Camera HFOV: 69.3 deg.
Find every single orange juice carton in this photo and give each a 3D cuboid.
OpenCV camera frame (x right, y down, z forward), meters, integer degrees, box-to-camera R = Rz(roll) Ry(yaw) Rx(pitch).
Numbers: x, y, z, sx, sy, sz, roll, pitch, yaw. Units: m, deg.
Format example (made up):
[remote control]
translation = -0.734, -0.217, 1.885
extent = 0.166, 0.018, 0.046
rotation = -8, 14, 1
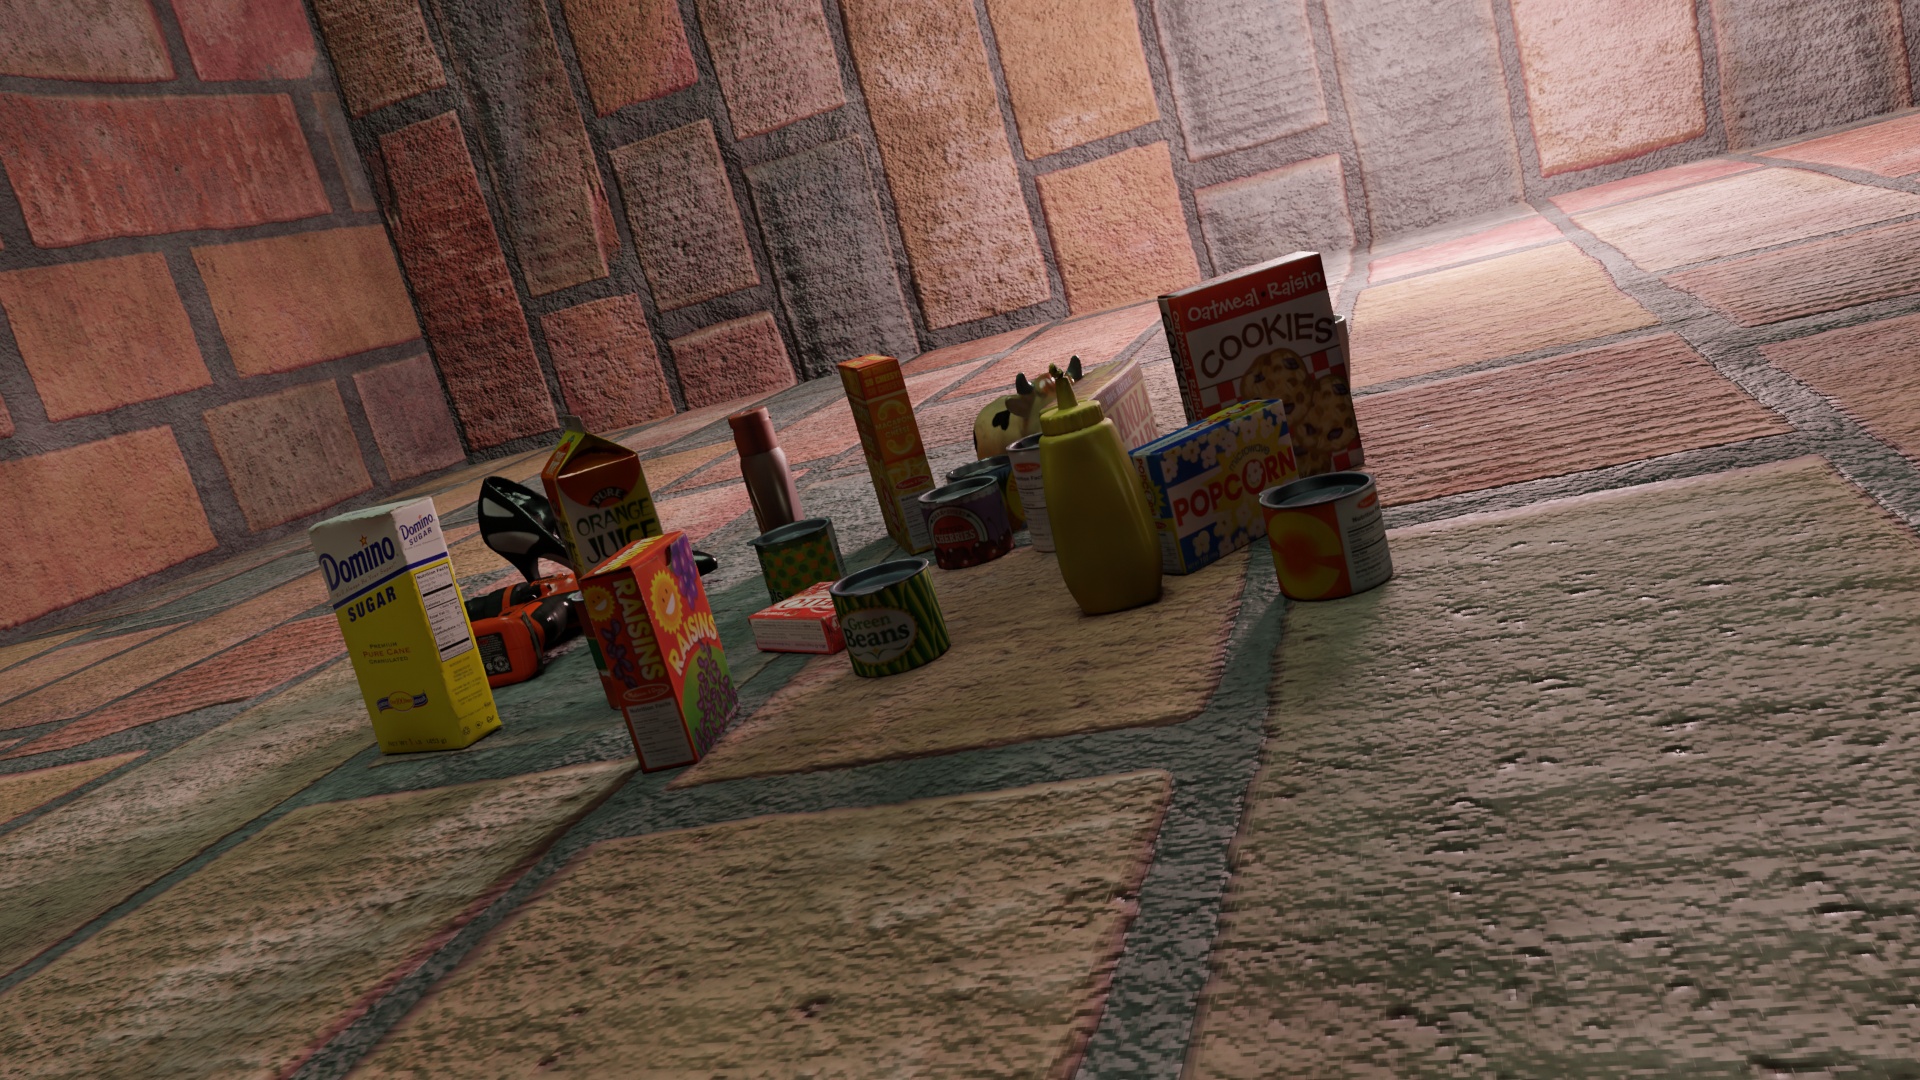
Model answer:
[orange juice carton]
translation = -0.294, -0.013, 1.160
extent = 0.073, 0.192, 0.072
rotation = -21, 13, -22

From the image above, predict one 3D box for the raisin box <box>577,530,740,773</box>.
[raisin box]
translation = -0.178, 0.065, 0.836
extent = 0.040, 0.123, 0.086
rotation = -13, 12, 13

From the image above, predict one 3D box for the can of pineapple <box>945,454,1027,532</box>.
[can of pineapple]
translation = 0.028, -0.037, 1.184
extent = 0.071, 0.057, 0.071
rotation = -15, 12, 3

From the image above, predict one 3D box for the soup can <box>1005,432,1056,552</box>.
[soup can]
translation = 0.080, -0.042, 1.078
extent = 0.071, 0.083, 0.071
rotation = -15, 12, 3

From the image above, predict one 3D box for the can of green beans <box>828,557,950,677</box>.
[can of green beans]
translation = -0.045, 0.049, 0.893
extent = 0.071, 0.057, 0.071
rotation = -15, 12, 3

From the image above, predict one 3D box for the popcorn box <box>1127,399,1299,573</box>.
[popcorn box]
translation = 0.174, -0.038, 0.943
extent = 0.127, 0.085, 0.038
rotation = -24, 14, -33

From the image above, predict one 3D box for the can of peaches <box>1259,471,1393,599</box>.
[can of peaches]
translation = 0.211, -0.003, 0.806
extent = 0.071, 0.058, 0.071
rotation = -15, 12, 3

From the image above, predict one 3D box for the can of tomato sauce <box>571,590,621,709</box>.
[can of tomato sauce]
translation = -0.229, 0.068, 0.977
extent = 0.071, 0.083, 0.071
rotation = -15, 12, 3

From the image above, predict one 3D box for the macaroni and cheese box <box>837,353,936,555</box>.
[macaroni and cheese box]
translation = -0.059, -0.079, 1.224
extent = 0.040, 0.166, 0.124
rotation = -18, 12, -10

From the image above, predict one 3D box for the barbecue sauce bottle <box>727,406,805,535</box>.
[barbecue sauce bottle]
translation = -0.171, -0.046, 1.254
extent = 0.044, 0.148, 0.065
rotation = -17, 12, -5

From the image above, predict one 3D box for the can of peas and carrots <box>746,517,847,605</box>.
[can of peas and carrots]
translation = -0.131, 0.020, 1.128
extent = 0.071, 0.058, 0.071
rotation = -15, 12, 3

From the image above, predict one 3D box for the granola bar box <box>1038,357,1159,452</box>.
[granola bar box]
translation = 0.111, -0.056, 1.010
extent = 0.039, 0.124, 0.166
rotation = -11, 13, 22

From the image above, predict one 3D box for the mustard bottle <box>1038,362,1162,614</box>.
[mustard bottle]
translation = 0.082, -0.036, 0.870
extent = 0.065, 0.160, 0.049
rotation = -13, 12, 14

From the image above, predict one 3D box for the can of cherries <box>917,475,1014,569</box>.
[can of cherries]
translation = 0.004, -0.014, 1.109
extent = 0.071, 0.058, 0.071
rotation = -15, 12, 3

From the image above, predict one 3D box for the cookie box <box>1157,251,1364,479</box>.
[cookie box]
translation = 0.228, -0.122, 1.053
extent = 0.123, 0.167, 0.040
rotation = -19, 12, -14
